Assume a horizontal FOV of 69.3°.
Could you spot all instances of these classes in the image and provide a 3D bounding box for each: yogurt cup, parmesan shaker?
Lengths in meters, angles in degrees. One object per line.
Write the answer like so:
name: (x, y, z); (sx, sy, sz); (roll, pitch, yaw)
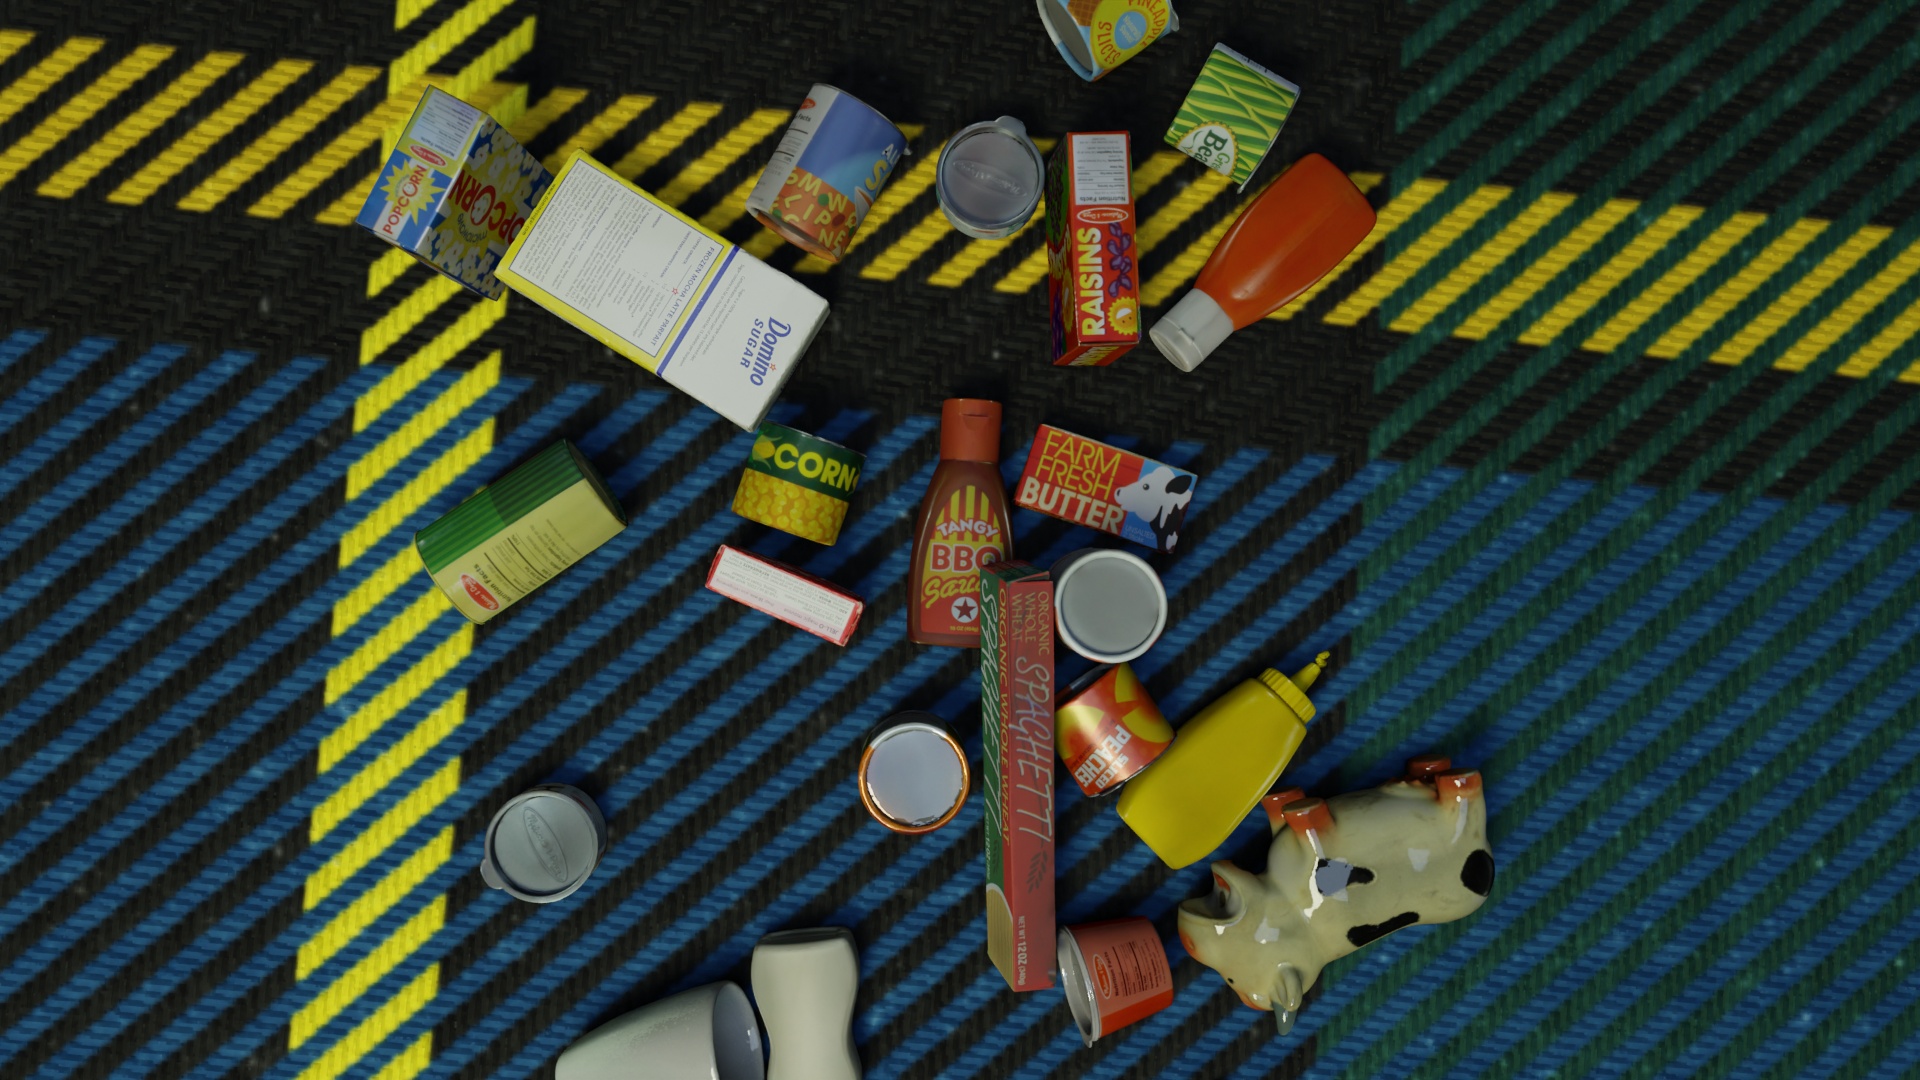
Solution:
yogurt cup: (0.092, 0.258, 0.829); (0.054, 0.072, 0.072); (-12, 90, -11)
parmesan shaker: (-0.256, -0.005, 0.820); (0.103, 0.071, 0.071); (-34, 91, -3)

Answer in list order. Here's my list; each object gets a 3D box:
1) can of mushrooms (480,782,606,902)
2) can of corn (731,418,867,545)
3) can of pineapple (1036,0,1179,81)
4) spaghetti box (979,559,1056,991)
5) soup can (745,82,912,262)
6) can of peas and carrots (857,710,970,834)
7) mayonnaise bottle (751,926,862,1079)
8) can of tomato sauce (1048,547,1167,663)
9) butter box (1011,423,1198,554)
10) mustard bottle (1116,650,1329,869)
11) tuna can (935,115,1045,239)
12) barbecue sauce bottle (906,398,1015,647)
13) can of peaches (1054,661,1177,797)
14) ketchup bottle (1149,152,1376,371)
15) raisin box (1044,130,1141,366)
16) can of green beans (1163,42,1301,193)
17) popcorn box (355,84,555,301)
can of mushrooms: (-0.249, 0.181, 0.830); (0.071, 0.033, 0.071); (0, 89, -3)
can of corn: (-0.095, -0.034, 0.823); (0.071, 0.071, 0.058); (19, 89, -2)
can of pineapple: (0.088, -0.320, 0.838); (0.058, 0.071, 0.071); (-34, 91, -2)
spaghetti box: (0.034, 0.137, 0.811); (0.029, 0.050, 0.249); (-4, 100, -18)
soup can: (-0.078, -0.217, 0.831); (0.071, 0.071, 0.084); (30, 89, -2)
can of peas and carrots: (-0.027, 0.140, 0.828); (0.071, 0.058, 0.071); (0, 89, -2)
mayonnaise bottle: (-0.088, 0.310, 0.831); (0.065, 0.041, 0.148); (-5, 90, -1)
can of tomato sauce: (0.085, 0.038, 0.823); (0.071, 0.083, 0.071); (0, 89, -2)
butter box: (0.088, -0.032, 0.854); (0.103, 0.024, 0.053); (18, 88, -2)
mustard bottle: (0.168, 0.125, 0.842); (0.160, 0.049, 0.065); (-43, 92, -3)
tuna can: (0.019, -0.222, 0.851); (0.071, 0.033, 0.071); (0, 89, -3)
barbecue sauce bottle: (0.003, -0.011, 0.840); (0.065, 0.043, 0.148); (4, 88, -6)
can of peaches: (0.085, 0.111, 0.828); (0.071, 0.071, 0.058); (-34, 90, -3)
ketchup bottle: (0.181, -0.166, 0.851); (0.149, 0.043, 0.065); (-43, 90, -2)
raisin box: (0.077, -0.170, 0.826); (0.040, 0.086, 0.123); (-2, 89, -7)
can of green beans: (0.164, -0.258, 0.841); (0.058, 0.071, 0.071); (29, 88, -1)
popcorn box: (-0.281, -0.193, 0.790); (0.038, 0.126, 0.085); (27, 88, 2)
